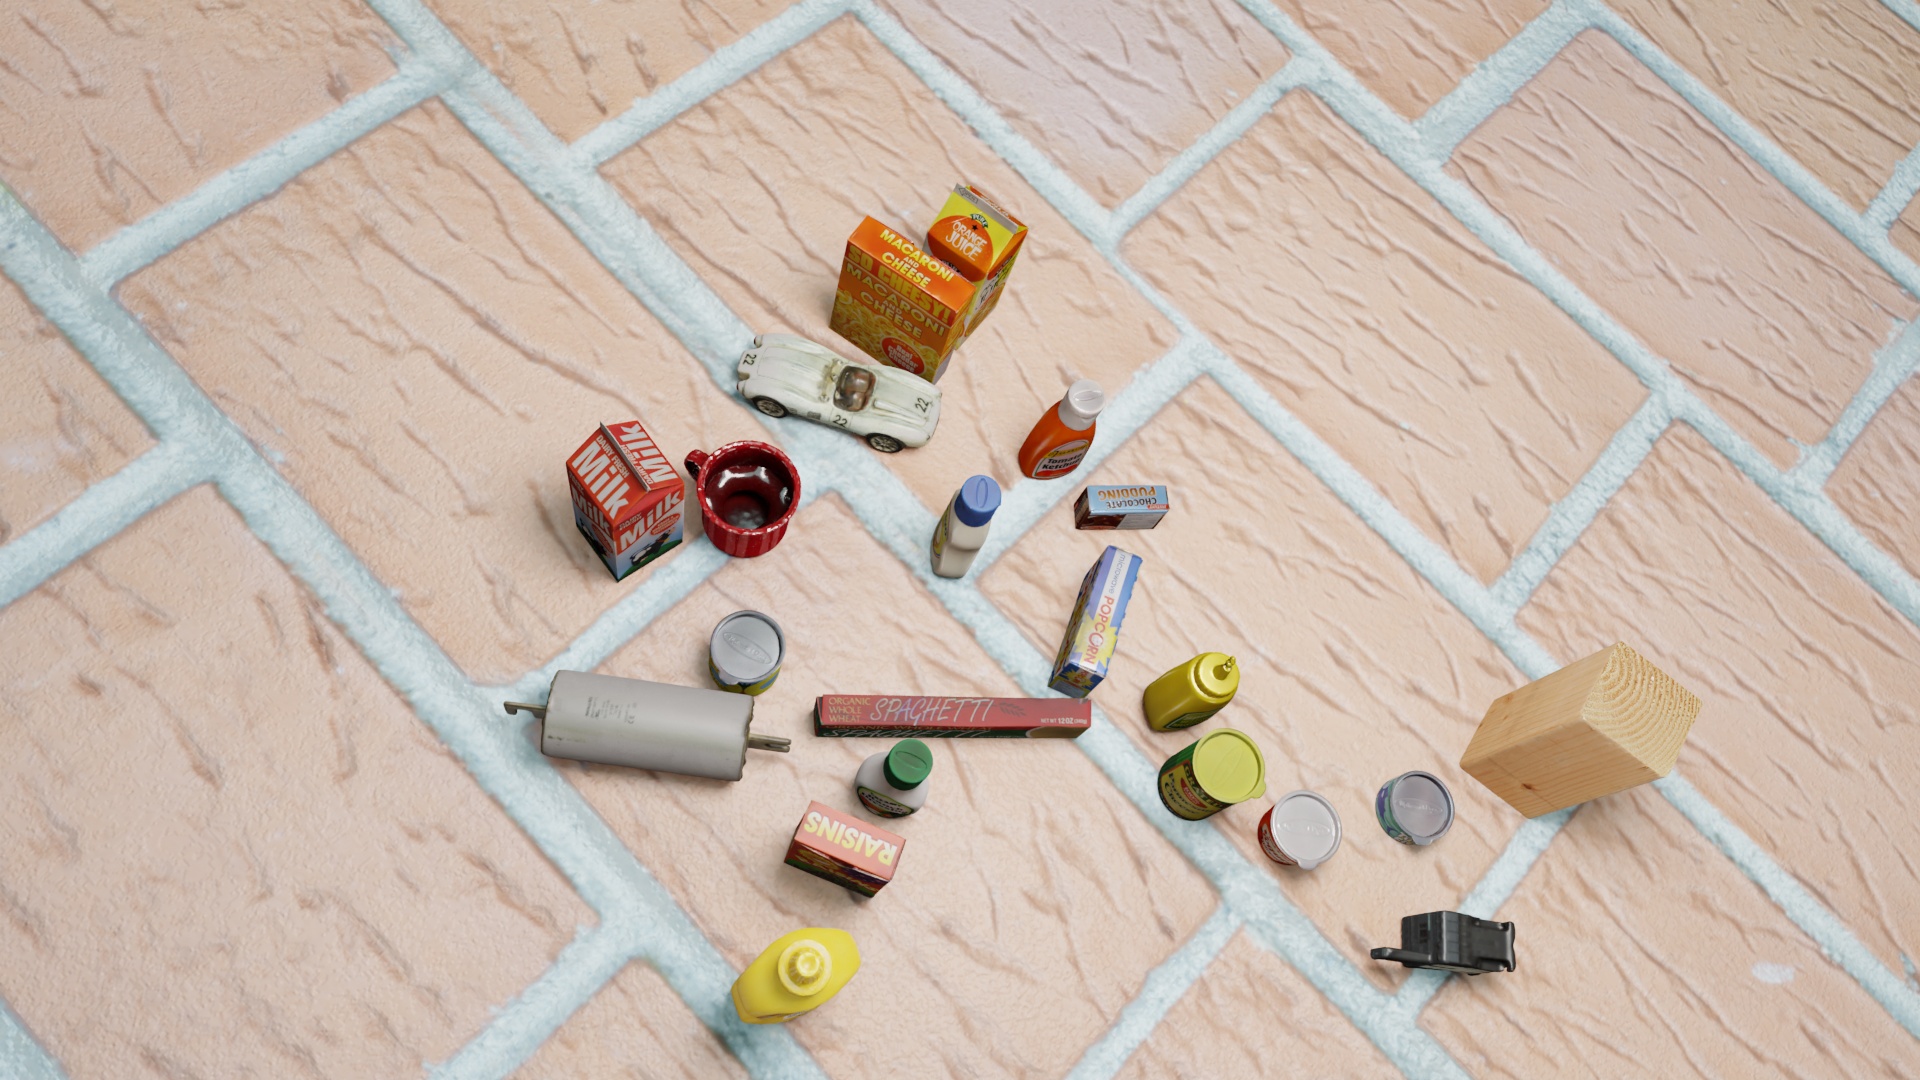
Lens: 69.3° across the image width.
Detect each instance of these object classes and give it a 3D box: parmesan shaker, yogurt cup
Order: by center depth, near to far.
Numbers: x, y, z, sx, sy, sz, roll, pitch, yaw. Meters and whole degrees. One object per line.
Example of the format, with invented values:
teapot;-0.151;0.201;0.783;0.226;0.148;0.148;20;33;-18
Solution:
parmesan shaker;0.226;0.215;1.254;0.071;0.102;0.071;4;68;-10
yogurt cup;0.308;0.267;1.277;0.072;0.053;0.072;4;68;-10

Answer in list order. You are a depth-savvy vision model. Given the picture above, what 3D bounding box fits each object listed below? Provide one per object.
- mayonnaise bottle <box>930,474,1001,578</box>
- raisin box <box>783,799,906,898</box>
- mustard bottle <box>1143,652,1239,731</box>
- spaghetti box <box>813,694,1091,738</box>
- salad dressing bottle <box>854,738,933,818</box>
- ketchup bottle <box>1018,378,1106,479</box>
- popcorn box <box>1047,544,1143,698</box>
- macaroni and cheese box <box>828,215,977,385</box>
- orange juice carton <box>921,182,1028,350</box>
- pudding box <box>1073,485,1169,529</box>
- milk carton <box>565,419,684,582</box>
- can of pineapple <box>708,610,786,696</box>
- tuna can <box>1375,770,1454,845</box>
mayonnaise bottle;0.005;-0.016;1.276;0.041;0.147;0.065;8;68;-8
raisin box;-0.099;0.259;1.158;0.086;0.123;0.040;24;66;-2
mustard bottle;0.215;0.133;1.253;0.065;0.159;0.049;-9;71;-15
spaghetti box;-0.007;0.160;1.256;0.250;0.050;0.029;2;69;-11
salad dressing bottle;-0.053;0.201;1.177;0.064;0.147;0.044;25;66;-1
ketchup bottle;0.101;-0.106;1.331;0.065;0.148;0.043;-12;72;-16
popcorn box;0.126;0.077;1.298;0.038;0.085;0.127;22;66;-3
macaroni and cheese box;-0.059;-0.224;1.335;0.124;0.165;0.040;34;66;3
orange juice carton;0.007;-0.274;1.354;0.072;0.192;0.073;37;67;4
pudding box;0.158;-0.032;1.368;0.084;0.049;0.030;-1;69;-12
milk carton;-0.288;-0.038;1.200;0.074;0.189;0.072;-35;79;-21
can of pineapple;-0.192;0.103;1.237;0.071;0.057;0.071;4;68;-10
tuna can;0.431;0.257;1.318;0.071;0.032;0.071;4;68;-10
